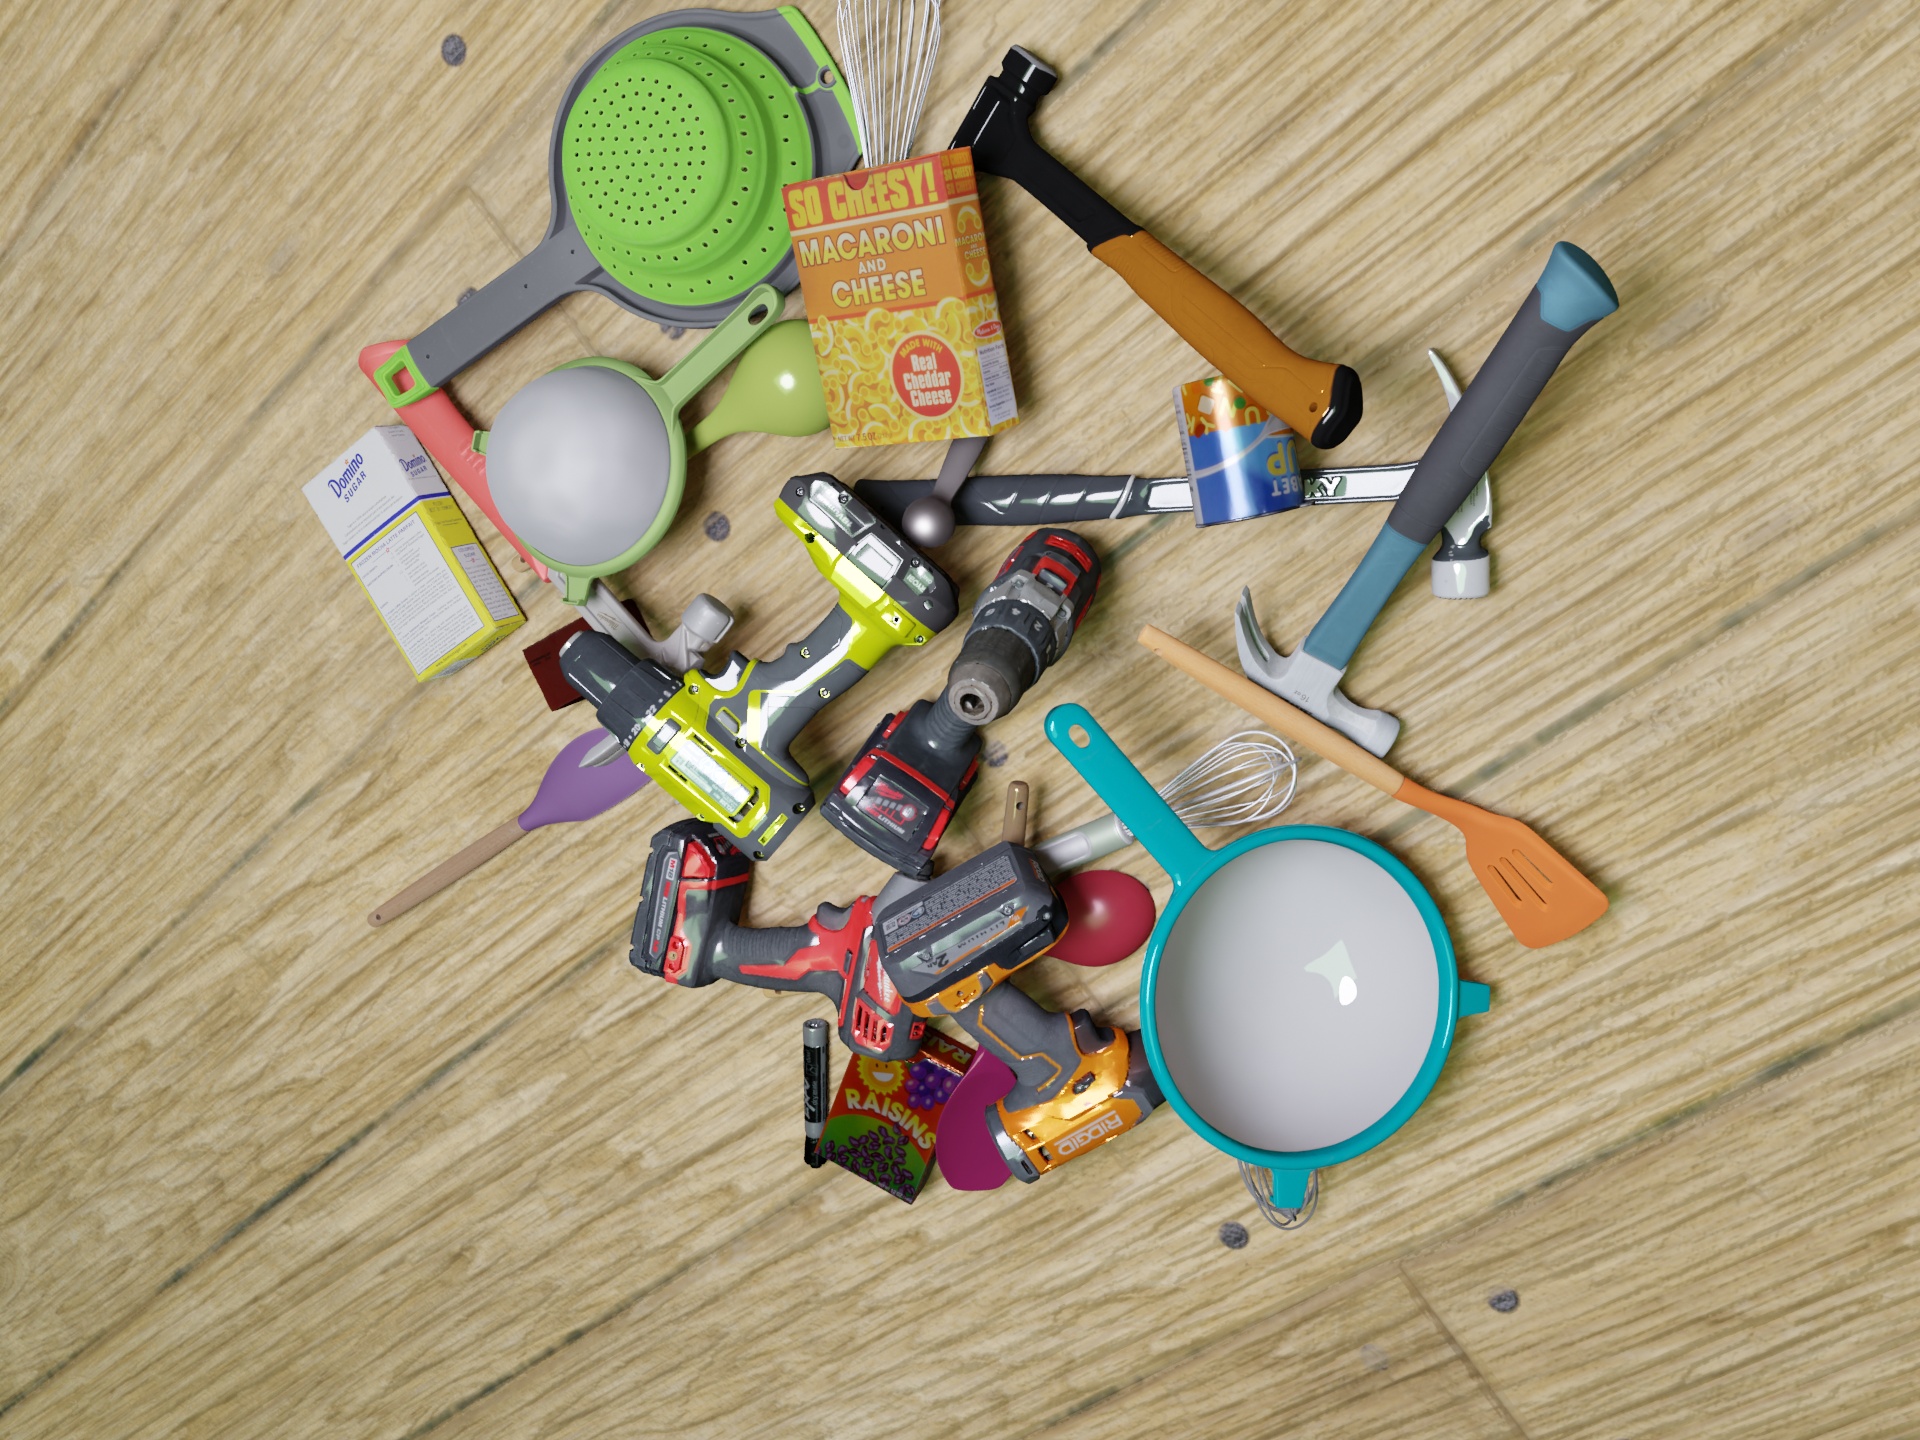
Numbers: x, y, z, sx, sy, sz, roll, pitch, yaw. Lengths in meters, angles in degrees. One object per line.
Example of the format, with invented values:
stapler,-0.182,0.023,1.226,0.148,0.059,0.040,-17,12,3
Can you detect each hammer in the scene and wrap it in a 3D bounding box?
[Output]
hammer,0.100,-0.257,0.916,0.337,0.034,0.127,49,117,30
hammer,0.262,-0.118,0.901,0.128,0.033,0.330,28,132,2
hammer,0.122,-0.148,1.008,0.409,0.036,0.149,0,103,20
hammer,-0.320,-0.137,1.135,0.149,0.036,0.359,-47,75,12

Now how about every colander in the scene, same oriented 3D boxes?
colander,-0.254,-0.320,1.045,0.397,0.094,0.204,-29,92,17

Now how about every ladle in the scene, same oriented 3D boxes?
ladle,-0.010,0.167,1.145,0.315,0.031,0.069,-16,99,25
ladle,-0.205,-0.181,1.123,0.320,0.062,0.078,-27,90,31

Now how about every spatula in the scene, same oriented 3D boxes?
spatula,-0.364,0.091,1.258,0.316,0.018,0.060,-31,91,23
spatula,0.246,0.034,0.978,0.322,0.041,0.081,31,146,-3

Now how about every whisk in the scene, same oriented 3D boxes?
whisk,0.116,0.069,1.061,0.246,0.059,0.058,-25,84,29
whisk,-0.049,-0.347,1.009,0.070,0.070,0.284,10,112,18
whisk,0.194,0.230,1.076,0.055,0.055,0.239,-15,93,23

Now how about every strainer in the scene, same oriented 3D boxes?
strainer,0.158,0.122,1.003,0.211,0.095,0.340,-42,97,-10
strainer,-0.222,-0.202,1.040,0.256,0.069,0.151,-37,77,19

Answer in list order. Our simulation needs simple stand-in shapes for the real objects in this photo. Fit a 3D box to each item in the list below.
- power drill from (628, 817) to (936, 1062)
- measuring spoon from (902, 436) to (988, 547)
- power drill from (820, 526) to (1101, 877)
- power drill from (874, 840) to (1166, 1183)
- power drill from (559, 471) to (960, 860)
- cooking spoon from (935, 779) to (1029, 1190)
power drill,-0.116,0.145,1.136,0.220,0.078,0.143,15,96,18
measuring spoon,-0.002,-0.166,1.018,0.034,0.018,0.124,22,71,6
power drill,-0.002,-0.003,0.995,0.080,0.188,0.226,34,126,-2
power drill,0.060,0.193,1.062,0.164,0.084,0.226,-30,116,4
power drill,-0.130,-0.048,1.031,0.190,0.080,0.228,41,96,-2
cooking spoon,0.025,0.192,1.109,0.068,0.017,0.318,2,109,-10
